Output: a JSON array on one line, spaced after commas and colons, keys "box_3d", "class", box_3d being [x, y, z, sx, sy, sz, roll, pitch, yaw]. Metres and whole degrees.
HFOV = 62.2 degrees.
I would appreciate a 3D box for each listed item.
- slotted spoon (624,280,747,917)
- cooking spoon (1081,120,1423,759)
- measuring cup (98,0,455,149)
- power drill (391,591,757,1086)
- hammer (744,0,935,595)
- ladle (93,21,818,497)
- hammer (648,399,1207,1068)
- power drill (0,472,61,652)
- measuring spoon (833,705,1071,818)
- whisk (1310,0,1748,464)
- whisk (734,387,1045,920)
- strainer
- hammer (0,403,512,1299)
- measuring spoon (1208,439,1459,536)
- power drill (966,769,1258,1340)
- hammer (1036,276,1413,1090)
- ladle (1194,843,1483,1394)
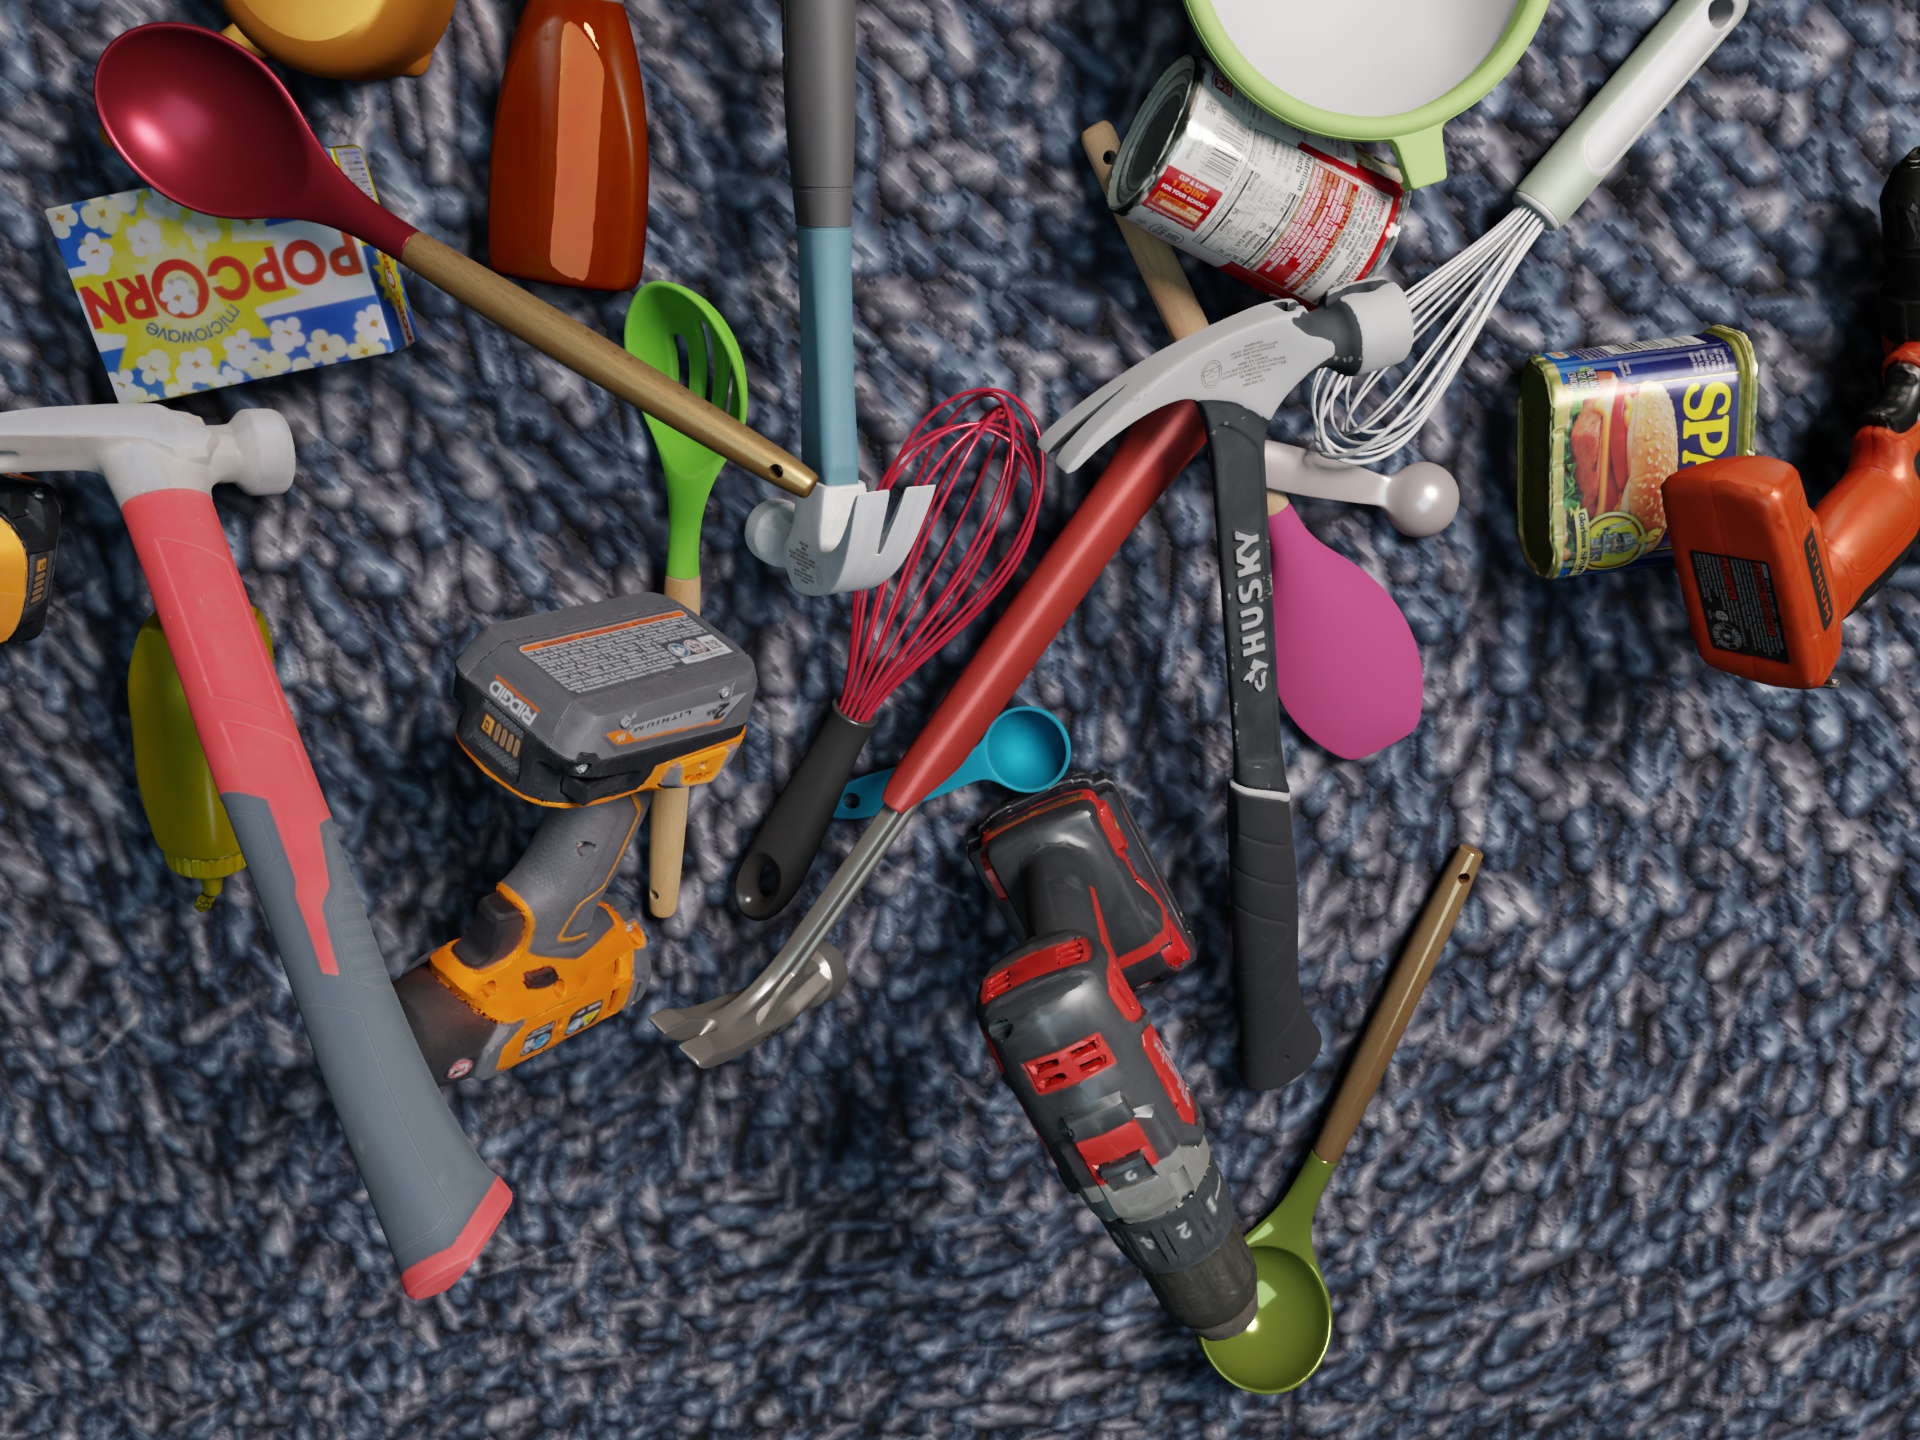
[{"box_3d": [-0.131, -0.044, 0.736, 0.070, 0.031, 0.313, 22, 119, 29], "class": "slotted spoon"}, {"box_3d": [0.130, -0.117, 0.713, 0.069, 0.017, 0.318, -27, 109, 7], "class": "cooking spoon"}, {"box_3d": [-0.285, -0.277, 0.632, 0.173, 0.052, 0.095, -30, 109, 9], "class": "measuring cup"}, {"box_3d": [-0.188, 0.065, 0.696, 0.084, 0.164, 0.226, 36, 120, 21], "class": "power drill"}, {"box_3d": [-0.055, -0.208, 0.623, 0.033, 0.128, 0.330, -11, 114, -27], "class": "hammer"}, {"box_3d": [-0.193, -0.173, 0.624, 0.315, 0.031, 0.069, 31, 114, -1], "class": "ladle"}, {"box_3d": [-0.001, -0.002, 0.694, 0.037, 0.149, 0.359, 38, 102, 14], "class": "hammer"}, {"box_3d": [-0.447, -0.043, 0.632, 0.185, 0.226, 0.084, 18, 111, -7], "class": "power drill"}, {"box_3d": [-0.006, 0.024, 0.774, 0.128, 0.021, 0.042, -17, 98, 16], "class": "measuring spoon"}, {"box_3d": [0.235, -0.206, 0.664, 0.057, 0.059, 0.246, 34, 104, -25], "class": "whisk"}, {"box_3d": [-0.041, -0.020, 0.733, 0.073, 0.073, 0.295, 24, 116, -9], "class": "whisk"}, {"box_3d": [0.098, -0.315, 0.601, 0.256, 0.069, 0.151, 22, 95, -10], "class": "strainer"}, {"box_3d": [-0.277, 0.038, 0.608, 0.038, 0.143, 0.387, -47, 64, 44], "class": "hammer"}, {"box_3d": [0.168, -0.106, 0.705, 0.124, 0.018, 0.034, 10, 101, -15], "class": "measuring spoon"}, {"box_3d": [0.069, 0.140, 0.702, 0.080, 0.227, 0.187, -25, 109, 10], "class": "power drill"}, {"box_3d": [0.129, 0.017, 0.711, 0.149, 0.036, 0.408, -18, 124, -11], "class": "hammer"}, {"box_3d": [0.202, 0.211, 0.824, 0.078, 0.062, 0.320, 17, 108, -7], "class": "ladle"}]
